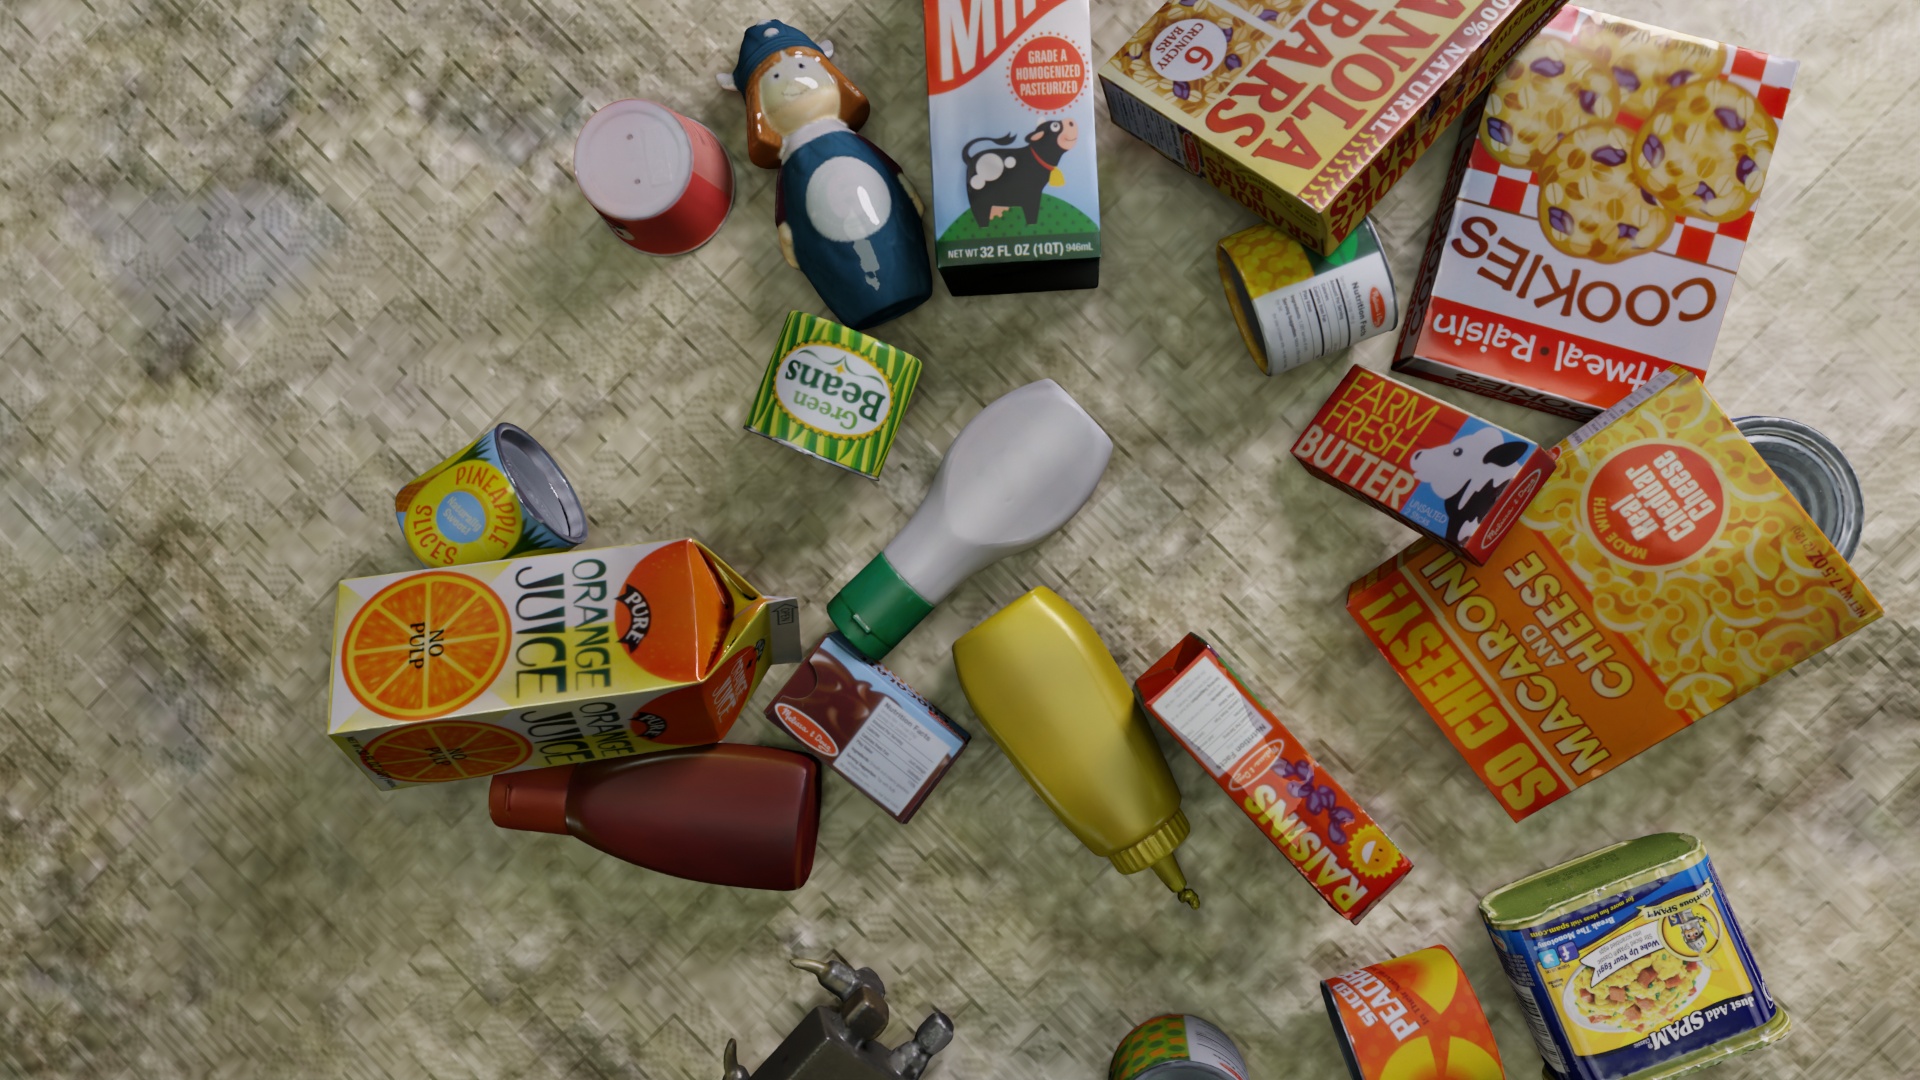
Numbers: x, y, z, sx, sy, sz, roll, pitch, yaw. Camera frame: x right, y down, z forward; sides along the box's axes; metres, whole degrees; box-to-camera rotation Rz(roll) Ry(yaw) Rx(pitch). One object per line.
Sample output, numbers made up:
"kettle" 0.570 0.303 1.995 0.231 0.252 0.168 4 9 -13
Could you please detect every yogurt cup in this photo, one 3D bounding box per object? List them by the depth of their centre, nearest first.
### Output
"yogurt cup" -0.143 -0.169 0.639 0.072 0.054 0.072 0 91 4

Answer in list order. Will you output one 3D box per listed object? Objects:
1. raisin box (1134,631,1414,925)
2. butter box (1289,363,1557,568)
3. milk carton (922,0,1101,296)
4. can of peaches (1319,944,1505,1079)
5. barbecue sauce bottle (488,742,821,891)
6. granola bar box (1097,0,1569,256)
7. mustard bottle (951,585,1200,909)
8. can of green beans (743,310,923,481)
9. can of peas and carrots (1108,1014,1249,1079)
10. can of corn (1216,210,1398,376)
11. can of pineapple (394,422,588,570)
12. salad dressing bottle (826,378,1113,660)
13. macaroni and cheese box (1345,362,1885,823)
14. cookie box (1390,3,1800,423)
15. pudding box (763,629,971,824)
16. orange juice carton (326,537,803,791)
"raisin box" 0.132 0.099 0.603 0.040 0.086 0.123 -43 87 2
"butter box" 0.196 -0.035 0.597 0.024 0.104 0.053 33 94 -41
"milk carton" 0.023 -0.210 0.616 0.072 0.073 0.190 -3 90 5
"can of peaches" 0.196 0.215 0.608 0.058 0.071 0.071 -18 89 4
"barbecue sauce bottle" -0.142 0.123 0.647 0.148 0.043 0.065 5 91 5
"granola bar box" 0.160 -0.216 0.591 0.166 0.039 0.124 -46 64 -5
"mustard bottle" 0.060 0.099 0.627 0.065 0.049 0.160 -33 89 12
"can of green beans" -0.057 -0.065 0.627 0.071 0.071 0.058 22 92 4
"can of peas and carrots" 0.097 0.255 0.621 0.071 0.059 0.071 0 91 5
"can of corn" 0.151 -0.114 0.612 0.058 0.071 0.071 -21 89 5
"can of pineapple" -0.215 -0.012 0.638 0.058 0.071 0.071 -32 88 5
"salad dressing bottle" 0.002 -0.008 0.635 0.147 0.044 0.064 -44 89 5
"macaroni and cheese box" 0.271 0.025 0.592 0.166 0.040 0.124 -38 88 21
"cookie box" 0.277 -0.141 0.614 0.123 0.040 0.167 16 91 4
"pudding box" -0.042 0.085 0.645 0.084 0.030 0.049 38 94 3
"orange juice carton" -0.166 0.052 0.612 0.193 0.071 0.073 -7 61 -7
